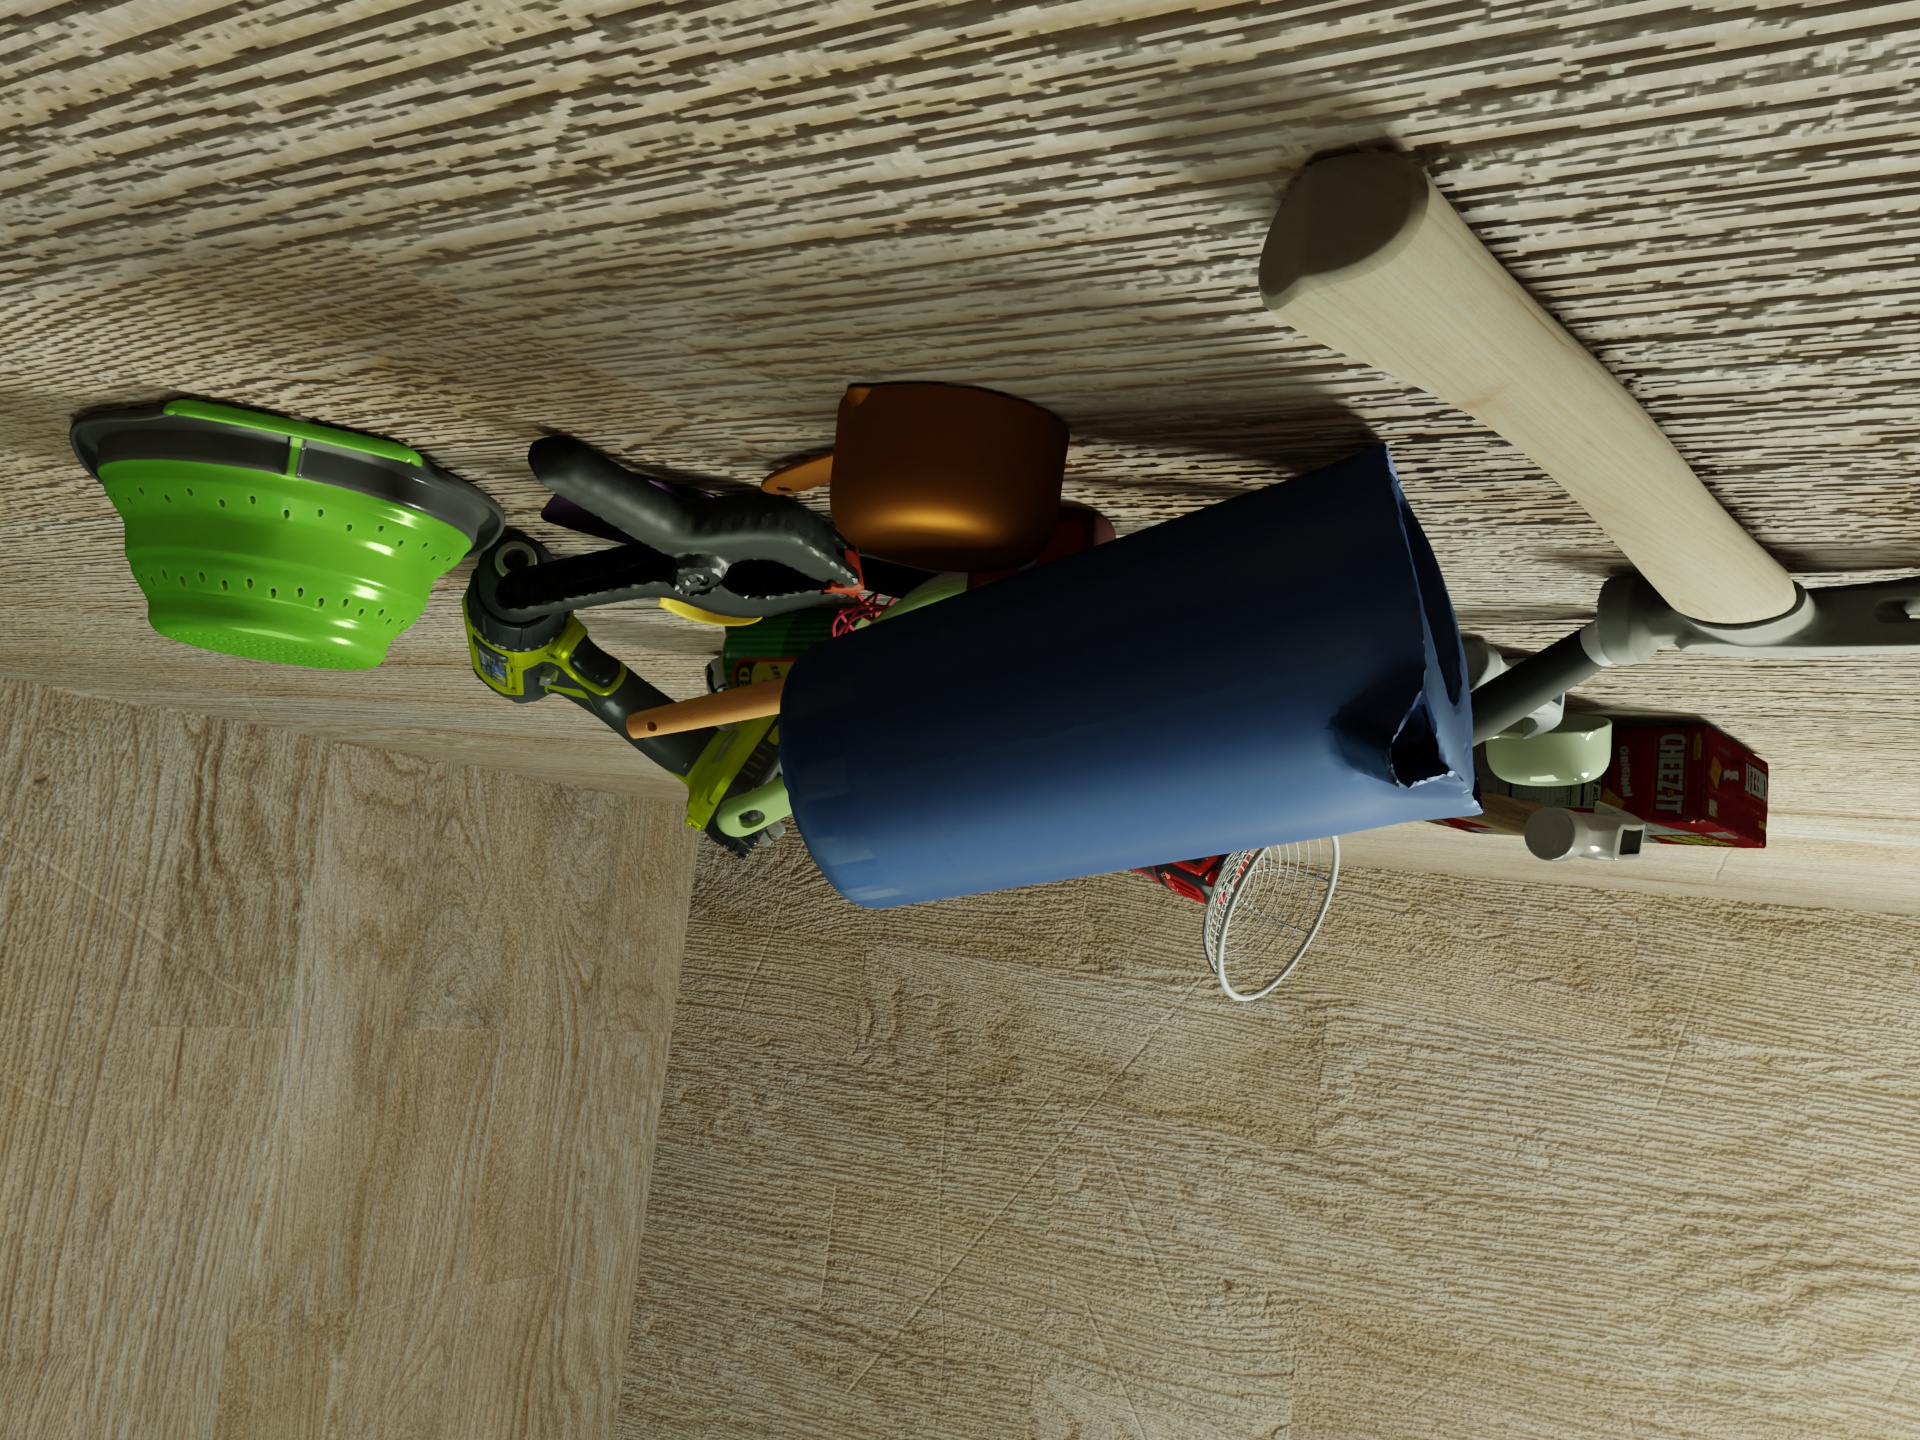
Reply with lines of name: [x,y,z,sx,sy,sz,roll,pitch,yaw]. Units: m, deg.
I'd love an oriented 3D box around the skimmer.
skimmer: [0.255,0.061,0.906,0.127,0.090,0.363,-28,170,-36]

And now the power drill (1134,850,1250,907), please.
power drill: [0.115,0.039,1.024,0.143,0.078,0.219,28,162,21]

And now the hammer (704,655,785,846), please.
hammer: [-0.019,0.032,1.328,0.408,0.149,0.036,4,154,-37]

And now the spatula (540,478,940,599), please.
spatula: [-0.059,-0.080,0.820,0.315,0.018,0.060,11,151,-36]

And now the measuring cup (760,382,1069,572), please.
measuring cup: [-0.032,-0.084,0.624,0.095,0.052,0.174,13,169,-38]

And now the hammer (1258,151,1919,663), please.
hammer: [0.222,-0.078,0.506,0.146,0.038,0.410,-1,169,39]

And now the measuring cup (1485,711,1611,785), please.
measuring cup: [0.332,0.026,0.998,0.167,0.038,0.083,-10,-169,-18]

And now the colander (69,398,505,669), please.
colander: [-0.371,-0.073,0.873,0.204,0.094,0.397,10,172,-21]

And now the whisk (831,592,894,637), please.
whisk: [-0.002,-0.003,0.984,0.073,0.073,0.295,4,157,25]

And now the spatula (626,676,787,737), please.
spatula: [-0.017,-0.024,0.767,0.322,0.081,0.041,-11,-158,14]

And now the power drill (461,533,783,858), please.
power drill: [-0.198,-0.019,0.959,0.228,0.080,0.190,34,160,-4]

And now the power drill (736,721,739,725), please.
power drill: [-0.049,-0.004,1.112,0.227,0.080,0.187,-8,157,28]

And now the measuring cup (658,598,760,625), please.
measuring cup: [-0.144,-0.092,0.832,0.062,0.029,0.156,2,160,12]

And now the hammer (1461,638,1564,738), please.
hammer: [0.228,-0.015,1.009,0.128,0.033,0.331,14,171,-36]

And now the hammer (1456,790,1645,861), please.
hammer: [0.284,0.043,1.038,0.130,0.031,0.331,6,-174,-39]

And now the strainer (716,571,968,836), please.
strainer: [-0.028,-0.009,0.857,0.256,0.069,0.151,-26,126,25]
